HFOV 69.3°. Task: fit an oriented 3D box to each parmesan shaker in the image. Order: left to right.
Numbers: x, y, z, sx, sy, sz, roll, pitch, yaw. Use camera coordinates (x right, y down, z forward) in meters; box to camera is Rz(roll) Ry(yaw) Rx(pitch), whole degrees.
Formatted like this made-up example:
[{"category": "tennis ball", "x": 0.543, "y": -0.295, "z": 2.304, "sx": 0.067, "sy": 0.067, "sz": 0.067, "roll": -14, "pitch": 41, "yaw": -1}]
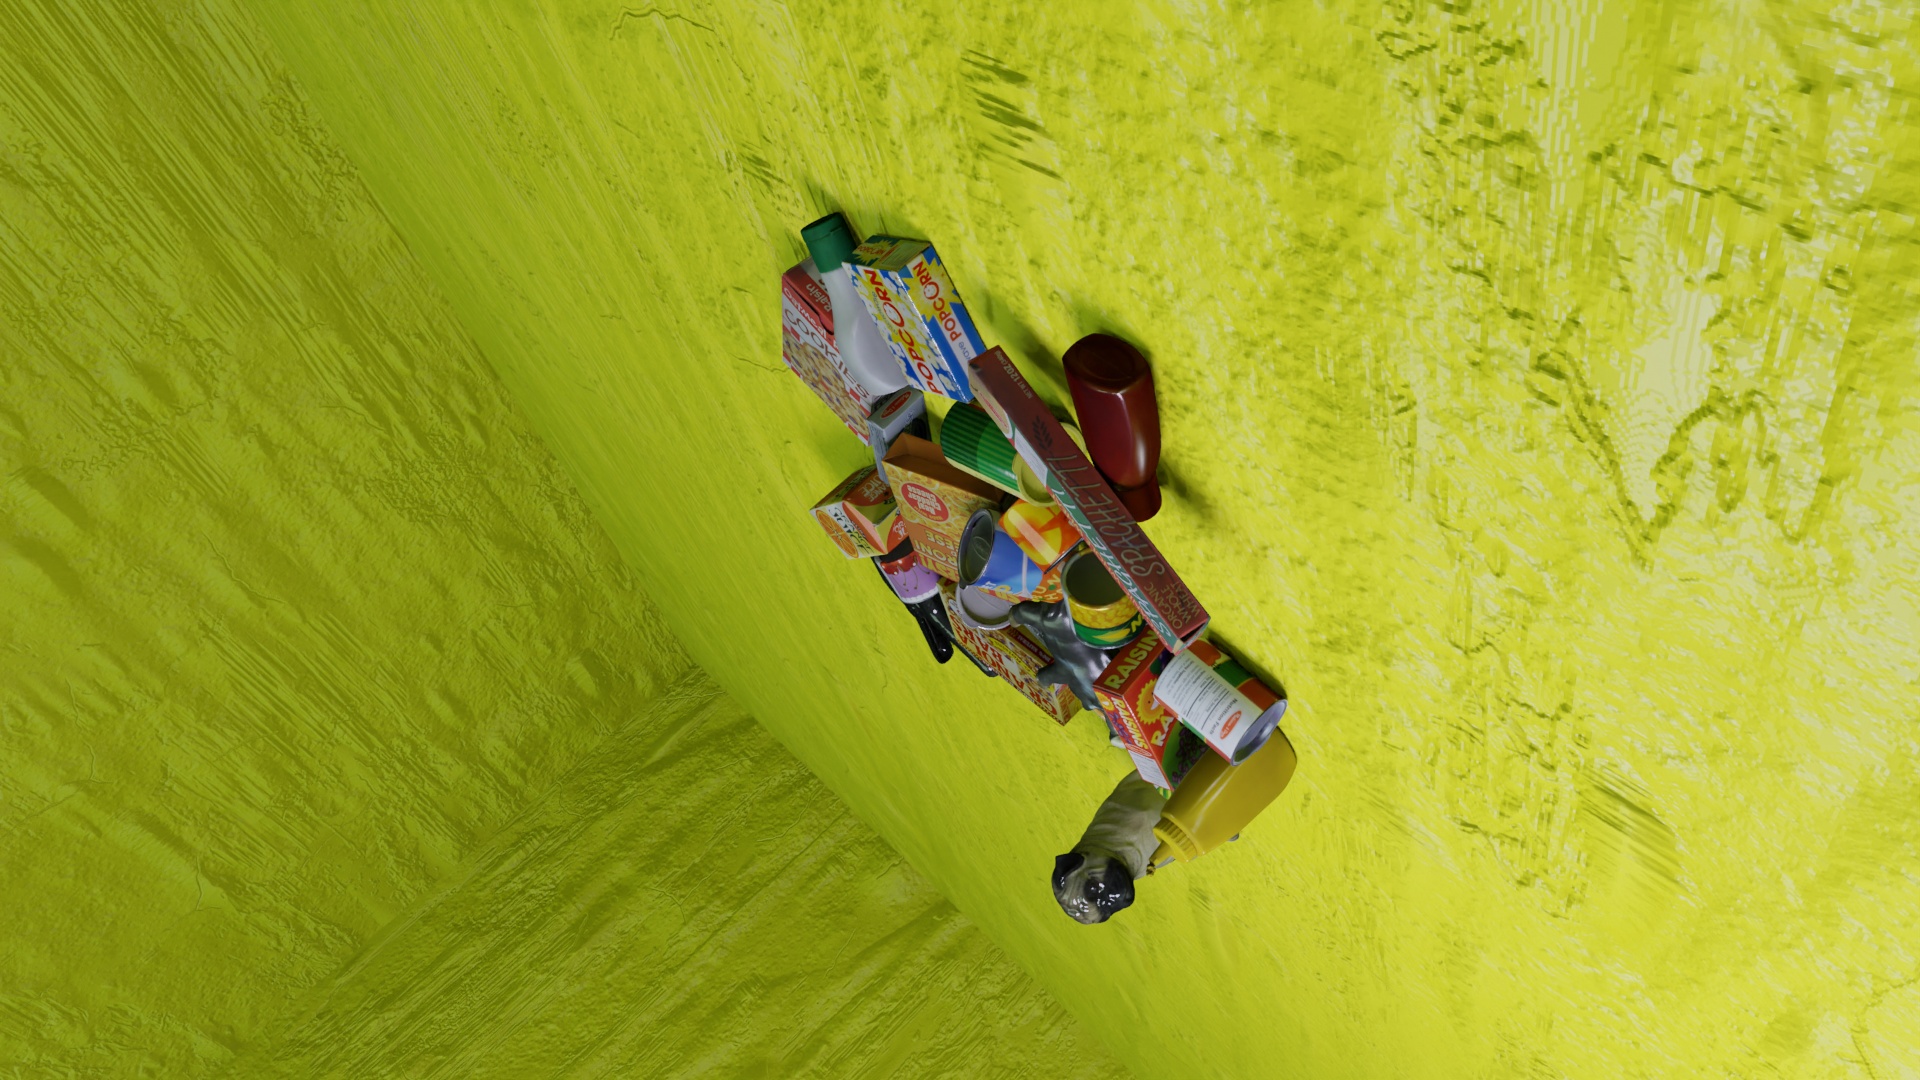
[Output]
[{"category": "parmesan shaker", "x": 0.037, "y": -0.073, "z": 1.071, "sx": 0.103, "sy": 0.071, "sz": 0.071, "roll": 28, "pitch": 153, "yaw": 48}]

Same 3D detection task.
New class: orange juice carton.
[{"category": "orange juice carton", "x": -0.089, "y": -0.033, "z": 1.449, "sx": 0.073, "sy": 0.072, "sz": 0.192, "roll": 51, "pitch": 163, "yaw": -10}]

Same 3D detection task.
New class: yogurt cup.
[{"category": "yogurt cup", "x": 0.028, "y": 0.058, "z": 1.378, "sx": 0.072, "sy": 0.072, "sz": 0.054, "roll": 47, "pitch": 170, "yaw": 6}]

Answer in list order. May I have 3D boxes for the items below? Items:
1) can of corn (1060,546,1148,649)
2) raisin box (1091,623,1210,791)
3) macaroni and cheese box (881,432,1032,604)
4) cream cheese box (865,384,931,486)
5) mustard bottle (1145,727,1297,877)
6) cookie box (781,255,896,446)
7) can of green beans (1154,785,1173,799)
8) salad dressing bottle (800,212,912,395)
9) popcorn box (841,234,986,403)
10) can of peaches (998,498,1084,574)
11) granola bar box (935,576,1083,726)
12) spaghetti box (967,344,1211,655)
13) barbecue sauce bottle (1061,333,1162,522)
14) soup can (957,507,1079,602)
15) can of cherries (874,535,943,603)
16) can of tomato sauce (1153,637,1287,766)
[{"category": "can of corn", "x": 0.120, "y": 0.045, "z": 1.133, "sx": 0.071, "sy": 0.071, "sz": 0.058, "roll": 36, "pitch": 158, "yaw": 34}, {"category": "raisin box", "x": 0.169, "y": 0.137, "z": 1.168, "sx": 0.040, "sy": 0.086, "sz": 0.123, "roll": 17, "pitch": 145, "yaw": 48}, {"category": "macaroni and cheese box", "x": 0.005, "y": -0.016, "z": 1.267, "sx": 0.124, "sy": 0.040, "sz": 0.165, "roll": 21, "pitch": 151, "yaw": 25}, {"category": "cream cheese box", "x": -0.055, "y": -0.094, "z": 1.270, "sx": 0.024, "sy": 0.053, "sz": 0.103, "roll": 39, "pitch": 160, "yaw": 23}, {"category": "mustard bottle", "x": 0.203, "y": 0.214, "z": 1.128, "sx": 0.065, "sy": 0.161, "sz": 0.049, "roll": 58, "pitch": 161, "yaw": -23}, {"category": "cookie box", "x": -0.109, "y": -0.169, "z": 1.264, "sx": 0.123, "sy": 0.040, "sz": 0.167, "roll": 46, "pitch": 162, "yaw": 9}, {"category": "can of green beans", "x": 0.207, "y": 0.201, "z": 1.246, "sx": 0.071, "sy": 0.071, "sz": 0.057, "roll": 45, "pitch": 162, "yaw": 12}, {"category": "salad dressing bottle", "x": -0.082, "y": -0.192, "z": 1.128, "sx": 0.044, "sy": 0.064, "sz": 0.147, "roll": 10, "pitch": 130, "yaw": 55}, {"category": "popcorn box", "x": -0.031, "y": -0.171, "z": 1.077, "sx": 0.085, "sy": 0.038, "sz": 0.126, "roll": 24, "pitch": 150, "yaw": 53}, {"category": "can of peaches", "x": 0.074, "y": -0.017, "z": 1.112, "sx": 0.058, "sy": 0.071, "sz": 0.071, "roll": 47, "pitch": 162, "yaw": 6}, {"category": "granola bar box", "x": 0.054, "y": 0.108, "z": 1.459, "sx": 0.166, "sy": 0.039, "sz": 0.123, "roll": 37, "pitch": 159, "yaw": 32}, {"category": "spaghetti box", "x": 0.087, "y": -0.029, "z": 0.971, "sx": 0.250, "sy": 0.029, "sz": 0.050, "roll": 54, "pitch": 172, "yaw": 14}, {"category": "barbecue sauce bottle", "x": 0.110, "y": -0.071, "z": 0.947, "sx": 0.065, "sy": 0.044, "sz": 0.148, "roll": 39, "pitch": 161, "yaw": 37}, {"category": "soup can", "x": 0.048, "y": 0.016, "z": 1.171, "sx": 0.084, "sy": 0.071, "sz": 0.071, "roll": 14, "pitch": 175, "yaw": -24}, {"category": "can of cherries", "x": -0.048, "y": 0.024, "z": 1.489, "sx": 0.071, "sy": 0.072, "sz": 0.058, "roll": 19, "pitch": 145, "yaw": 57}, {"category": "can of tomato sauce", "x": 0.205, "y": 0.126, "z": 1.098, "sx": 0.083, "sy": 0.071, "sz": 0.071, "roll": 40, "pitch": 160, "yaw": 27}]
